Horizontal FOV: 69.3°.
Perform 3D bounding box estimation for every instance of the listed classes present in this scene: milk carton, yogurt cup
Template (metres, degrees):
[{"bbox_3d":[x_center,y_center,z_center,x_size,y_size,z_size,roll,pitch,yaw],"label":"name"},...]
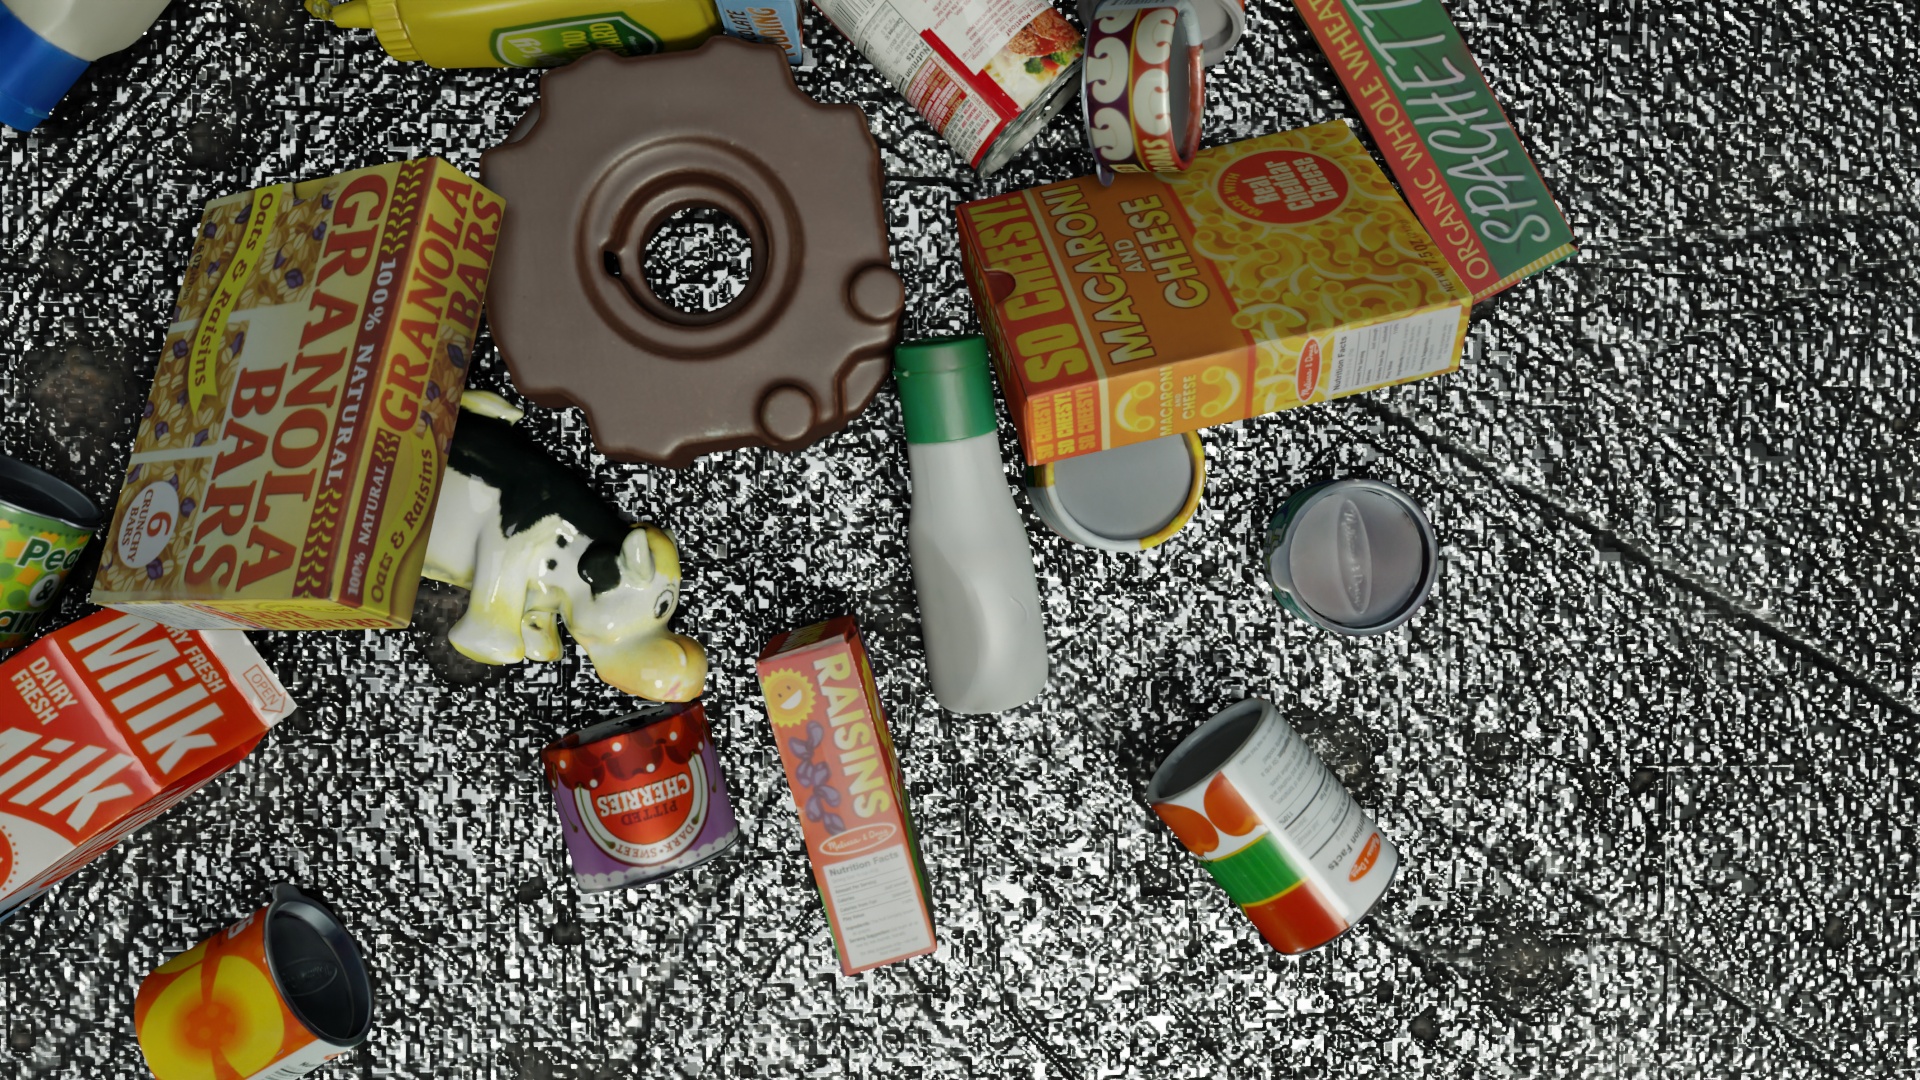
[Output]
[{"bbox_3d":[-0.355,0.091,0.534,0.191,0.073,0.072,-35,93,-3],"label":"milk carton"},{"bbox_3d":[0.085,-0.234,0.562,0.072,0.072,0.054,12,83,-4],"label":"yogurt cup"}]

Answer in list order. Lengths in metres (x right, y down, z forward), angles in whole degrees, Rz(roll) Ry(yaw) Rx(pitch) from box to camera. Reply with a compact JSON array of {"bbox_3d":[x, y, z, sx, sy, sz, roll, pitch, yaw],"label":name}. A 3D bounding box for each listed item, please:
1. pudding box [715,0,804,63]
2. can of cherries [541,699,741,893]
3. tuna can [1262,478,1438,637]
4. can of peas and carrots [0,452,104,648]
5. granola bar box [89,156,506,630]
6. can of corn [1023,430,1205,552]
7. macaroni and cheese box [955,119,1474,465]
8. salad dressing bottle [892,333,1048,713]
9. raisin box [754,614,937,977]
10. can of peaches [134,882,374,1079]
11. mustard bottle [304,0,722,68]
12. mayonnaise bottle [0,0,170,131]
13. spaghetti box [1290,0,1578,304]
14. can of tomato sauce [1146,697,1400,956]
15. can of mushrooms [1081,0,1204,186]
[{"bbox_3d":[-0.077,-0.222,0.540,0.030,0.084,0.049,3,92,-4],"label":"pudding box"},{"bbox_3d":[-0.126,0.100,0.551,0.071,0.071,0.058,-15,92,-3],"label":"can of cherries"},{"bbox_3d":[0.161,0.007,0.587,0.071,0.033,0.071,0,91,-4],"label":"tuna can"},{"bbox_3d":[-0.376,0.002,0.534,0.071,0.071,0.058,30,90,-4],"label":"can of peas and carrots"},{"bbox_3d":[-0.240,-0.052,0.505,0.124,0.039,0.166,-2,71,26],"label":"granola bar box"},{"bbox_3d":[0.063,-0.031,0.567,0.071,0.058,0.071,0,92,-4],"label":"can of corn"},{"bbox_3d":[0.092,-0.101,0.541,0.167,0.040,0.124,-13,48,-4],"label":"macaroni and cheese box"},{"bbox_3d":[0.002,-0.007,0.553,0.044,0.064,0.147,-15,105,-24],"label":"salad dressing bottle"},{"bbox_3d":[-0.043,0.095,0.549,0.040,0.086,0.123,-16,93,-1],"label":"raisin box"},{"bbox_3d":[-0.277,0.180,0.546,0.058,0.071,0.071,-30,93,-2],"label":"can of peaches"},{"bbox_3d":[-0.177,-0.213,0.546,0.160,0.065,0.049,-6,87,2],"label":"mustard bottle"},{"bbox_3d":[-0.330,-0.226,0.535,0.041,0.065,0.148,42,92,-5],"label":"mayonnaise bottle"},{"bbox_3d":[0.172,-0.216,0.575,0.050,0.029,0.250,-30,94,28],"label":"spaghetti box"},{"bbox_3d":[0.126,0.117,0.572,0.071,0.071,0.083,-41,93,-2],"label":"can of tomato sauce"},{"bbox_3d":[0.072,-0.174,0.539,0.033,0.071,0.071,4,92,21],"label":"can of mushrooms"}]
